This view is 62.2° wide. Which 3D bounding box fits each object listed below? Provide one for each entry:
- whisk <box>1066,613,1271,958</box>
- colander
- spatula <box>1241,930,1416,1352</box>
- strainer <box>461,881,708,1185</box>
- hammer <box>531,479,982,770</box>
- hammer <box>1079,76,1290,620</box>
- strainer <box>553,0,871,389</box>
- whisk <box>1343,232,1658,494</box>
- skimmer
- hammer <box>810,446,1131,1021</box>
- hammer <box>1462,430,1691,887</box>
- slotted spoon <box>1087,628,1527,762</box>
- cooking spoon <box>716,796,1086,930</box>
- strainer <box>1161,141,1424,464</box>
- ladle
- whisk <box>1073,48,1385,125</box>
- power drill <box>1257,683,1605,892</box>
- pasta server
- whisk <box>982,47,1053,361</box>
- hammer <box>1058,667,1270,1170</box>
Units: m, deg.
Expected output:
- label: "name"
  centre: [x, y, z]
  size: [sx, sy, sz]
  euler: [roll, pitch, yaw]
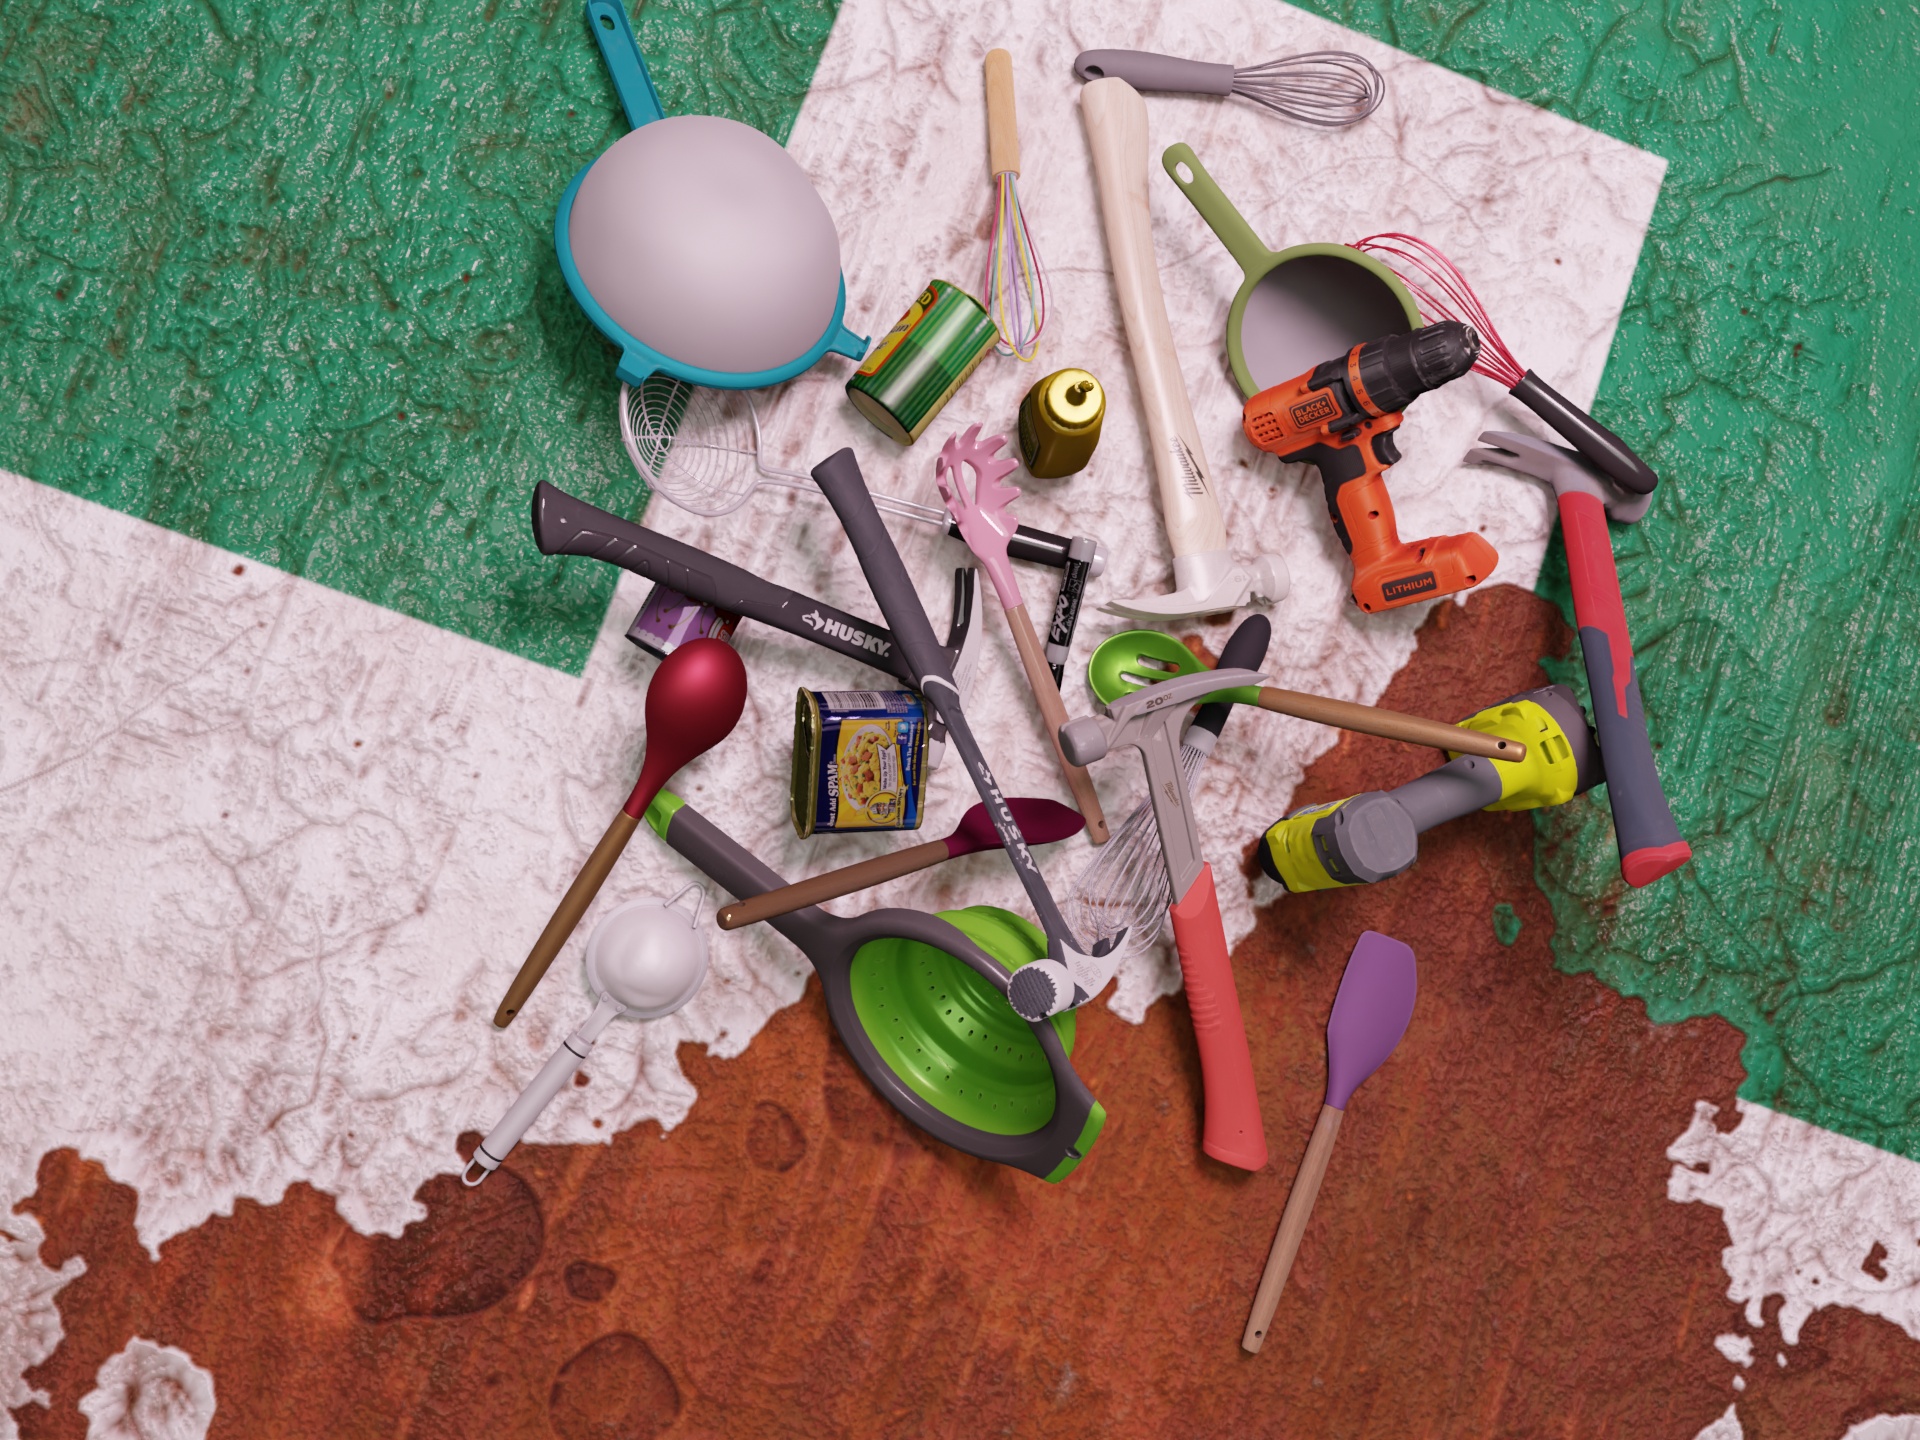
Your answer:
- label: "whisk"
  centre: [0.159, 0.043, 1.160]
  size: [0.070, 0.070, 0.285]
  euler: [29, 77, -4]
- label: "colander"
  centre: [-0.051, 0.147, 1.105]
  size: [0.397, 0.204, 0.094]
  euler: [36, 47, 13]
- label: "spatula"
  centre: [0.268, 0.309, 1.167]
  size: [0.059, 0.018, 0.316]
  euler: [23, 82, -5]
- label: "strainer"
  centre: [-0.259, 0.220, 1.105]
  size: [0.086, 0.050, 0.258]
  euler: [40, 85, -17]
- label: "hammer"
  centre: [-0.134, -0.087, 1.091]
  size: [0.334, 0.035, 0.146]
  euler: [22, 86, -24]
- label: "hammer"
  centre: [0.135, -0.278, 1.183]
  size: [0.146, 0.038, 0.411]
  euler: [-9, 85, -18]
- label: "strainer"
  centre: [-0.189, -0.397, 1.108]
  size: [0.211, 0.095, 0.340]
  euler: [-14, 74, -31]
- label: "whisk"
  centre: [0.405, -0.268, 1.195]
  size: [0.296, 0.073, 0.073]
  euler: [40, 82, 4]
- label: "skimmer"
  centre: [-0.062, -0.172, 1.132]
  size: [0.363, 0.090, 0.127]
  euler: [15, 65, -7]
- label: "hammer"
  centre: [-0.002, -0.003, 1.051]
  size: [0.036, 0.149, 0.409]
  euler: [-31, 77, 25]
- label: "hammer"
  centre: [0.434, -0.055, 1.104]
  size: [0.143, 0.038, 0.387]
  euler: [16, 49, -8]
- label: "slotted spoon"
  centre: [0.233, -0.009, 1.108]
  size: [0.314, 0.031, 0.070]
  euler: [14, 74, 31]
- label: "cooking spoon"
  centre: [-0.031, 0.092, 1.054]
  size: [0.319, 0.069, 0.017]
  euler: [-13, 122, -44]
- label: "strainer"
  centre: [0.244, -0.326, 1.170]
  size: [0.256, 0.151, 0.069]
  euler: [51, 47, -3]
- label: "ladle"
  centre: [-0.238, 0.083, 1.081]
  size: [0.069, 0.031, 0.315]
  euler: [27, 103, -30]
- label: "whisk"
  centre: [0.205, -0.491, 1.214]
  size: [0.239, 0.055, 0.055]
  euler: [5, 85, -3]
- label: "power drill"
  centre: [0.325, 0.057, 1.129]
  size: [0.223, 0.171, 0.080]
  euler: [-22, 87, -16]
- label: "pasta server"
  centre: [0.051, -0.057, 1.135]
  size: [0.060, 0.040, 0.316]
  euler: [-26, 101, -25]
- label: "whisk"
  centre: [0.037, -0.385, 1.192]
  size: [0.047, 0.051, 0.245]
  euler: [1, 81, -27]
- label: "hammer"
  centre: [0.175, 0.146, 1.109]
  size: [0.149, 0.037, 0.359]
  euler: [-18, 105, -15]
